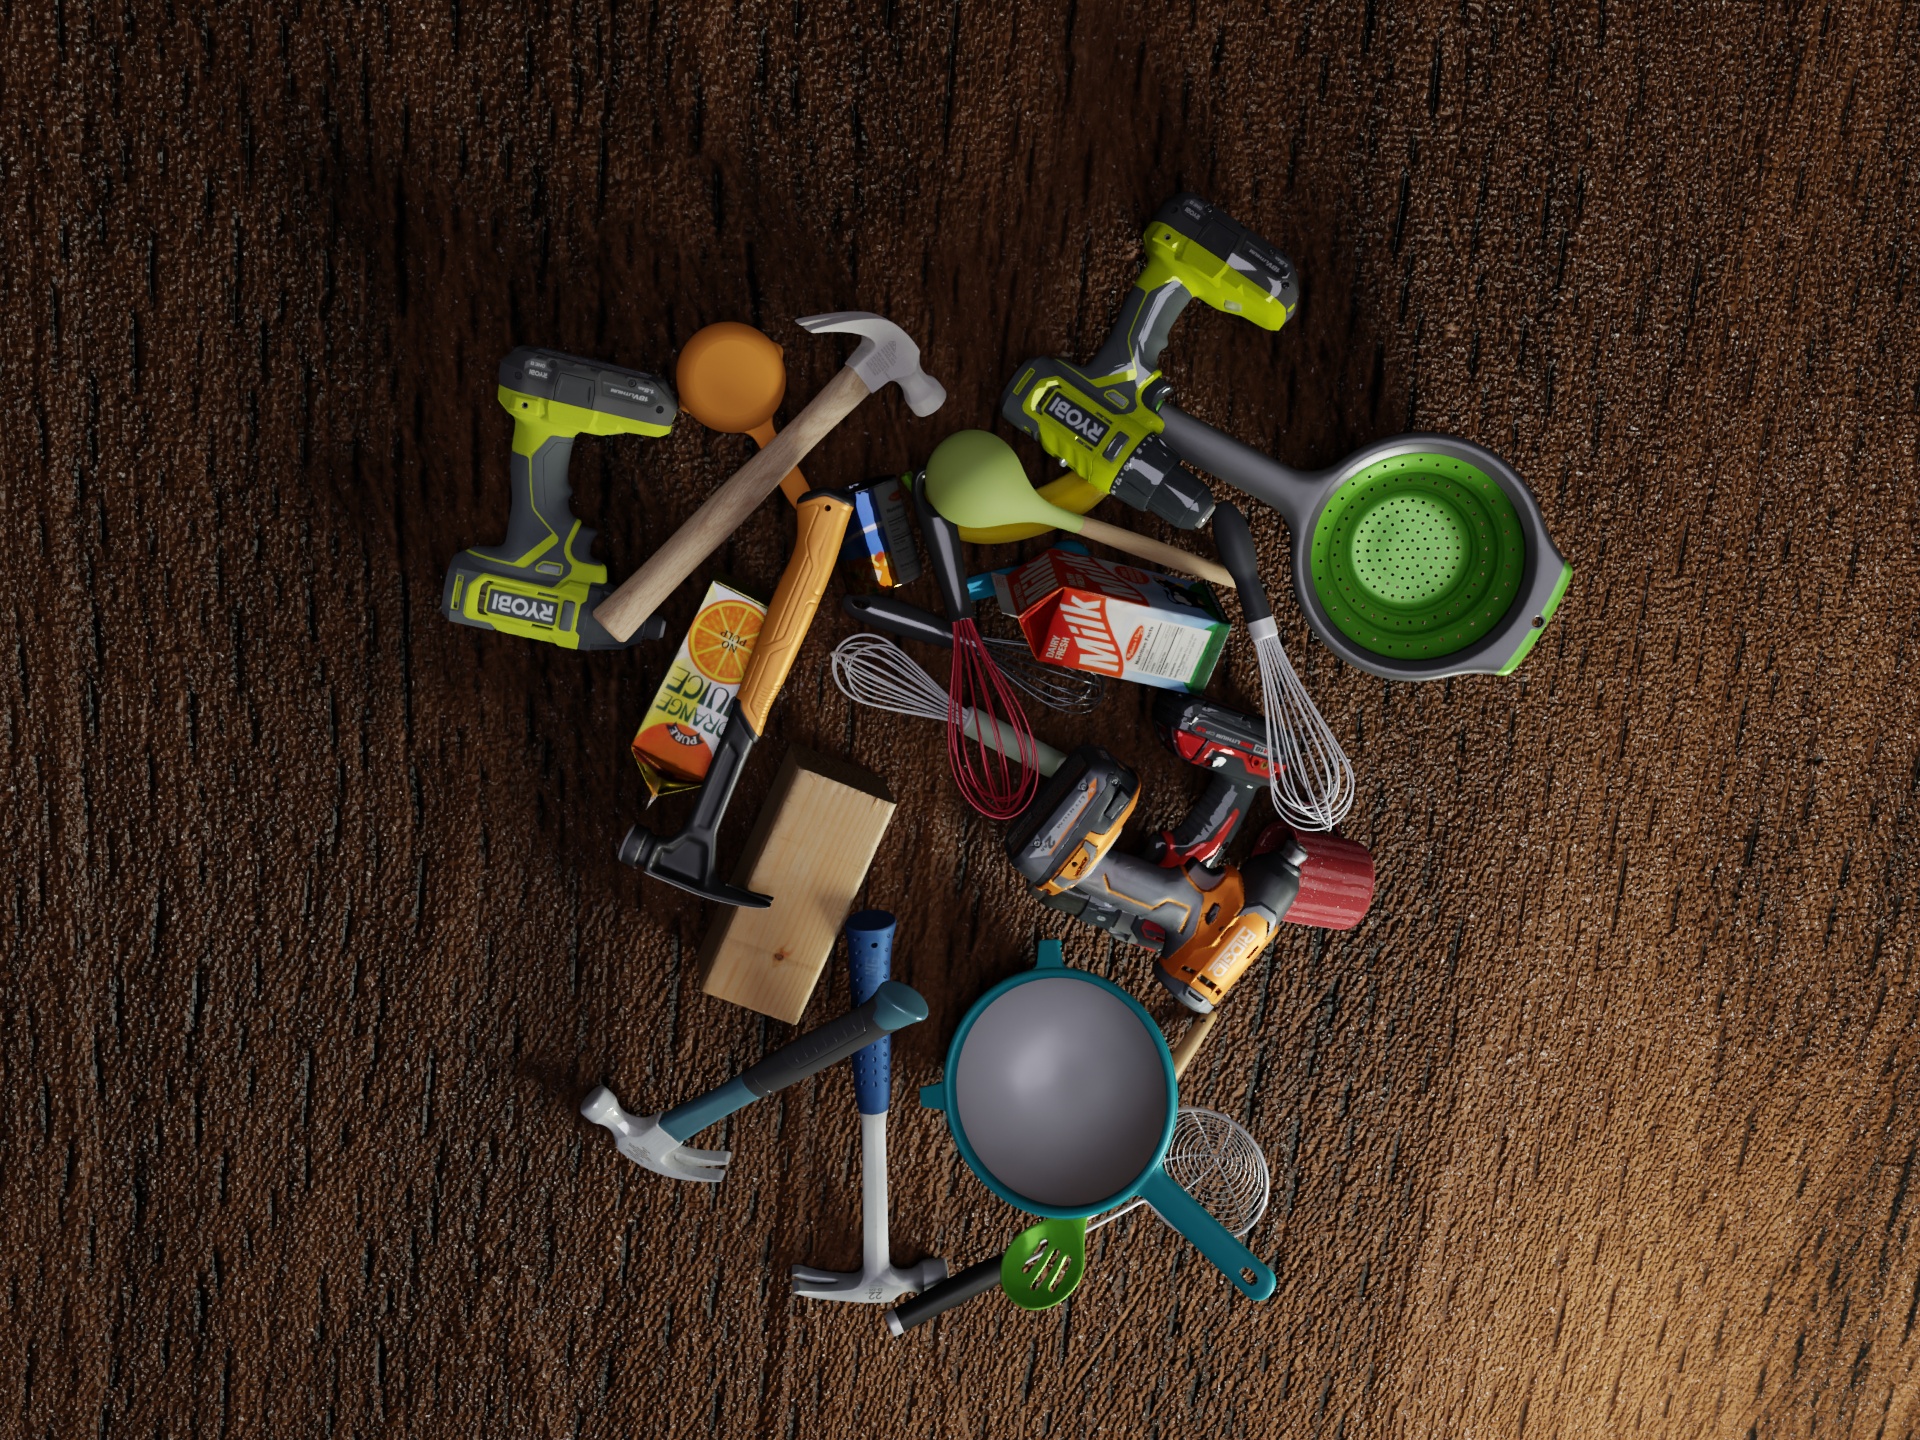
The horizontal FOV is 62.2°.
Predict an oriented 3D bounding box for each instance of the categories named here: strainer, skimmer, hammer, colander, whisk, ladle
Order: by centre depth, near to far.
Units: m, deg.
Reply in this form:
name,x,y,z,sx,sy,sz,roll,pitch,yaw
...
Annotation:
name,x,y,z,sx,sy,sz,roll,pitch,yaw
hammer,-0.161,-0.190,1.246,0.331,0.031,0.129,-45,130,-4
hammer,-0.151,-0.020,1.247,0.127,0.034,0.337,22,96,-2
whisk,0.005,-0.063,1.293,0.073,0.073,0.296,-14,93,-6
whisk,0.258,-0.045,1.303,0.070,0.070,0.284,-18,91,-5
ladle,0.114,-0.161,1.310,0.320,0.062,0.078,15,120,-30
hammer,-0.165,0.298,1.332,0.331,0.033,0.128,-32,113,26
whisk,0.012,-0.061,1.342,0.239,0.055,0.055,19,99,-8
colander,0.310,-0.180,1.347,0.397,0.094,0.204,29,105,4
whisk,-0.002,-0.004,1.352,0.246,0.059,0.058,27,80,-19
strainer,0.143,0.361,1.375,0.341,0.095,0.211,41,99,20
hammer,-0.082,0.348,1.385,0.144,0.035,0.405,-3,115,-7
skimmer,0.102,0.466,1.431,0.363,0.090,0.127,-24,85,-11

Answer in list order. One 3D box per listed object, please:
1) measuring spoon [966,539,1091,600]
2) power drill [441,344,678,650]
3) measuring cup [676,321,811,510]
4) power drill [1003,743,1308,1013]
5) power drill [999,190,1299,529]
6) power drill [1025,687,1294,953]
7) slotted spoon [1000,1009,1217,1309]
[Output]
name,x,y,z,sx,sy,sz,roll,pitch,yaw
measuring spoon,0.052,-0.120,1.344,0.128,0.021,0.042,-15,104,-7
power drill,-0.302,-0.169,1.253,0.171,0.080,0.223,12,104,-11
measuring cup,-0.161,-0.236,1.269,0.095,0.052,0.173,-30,103,-1
power drill,0.168,0.118,1.308,0.226,0.084,0.164,37,99,-13
power drill,0.169,-0.283,1.275,0.190,0.080,0.228,37,94,8
power drill,0.173,0.087,1.378,0.187,0.080,0.226,18,98,-12
slotted spoon,0.141,0.388,1.424,0.314,0.070,0.031,-53,148,-15
